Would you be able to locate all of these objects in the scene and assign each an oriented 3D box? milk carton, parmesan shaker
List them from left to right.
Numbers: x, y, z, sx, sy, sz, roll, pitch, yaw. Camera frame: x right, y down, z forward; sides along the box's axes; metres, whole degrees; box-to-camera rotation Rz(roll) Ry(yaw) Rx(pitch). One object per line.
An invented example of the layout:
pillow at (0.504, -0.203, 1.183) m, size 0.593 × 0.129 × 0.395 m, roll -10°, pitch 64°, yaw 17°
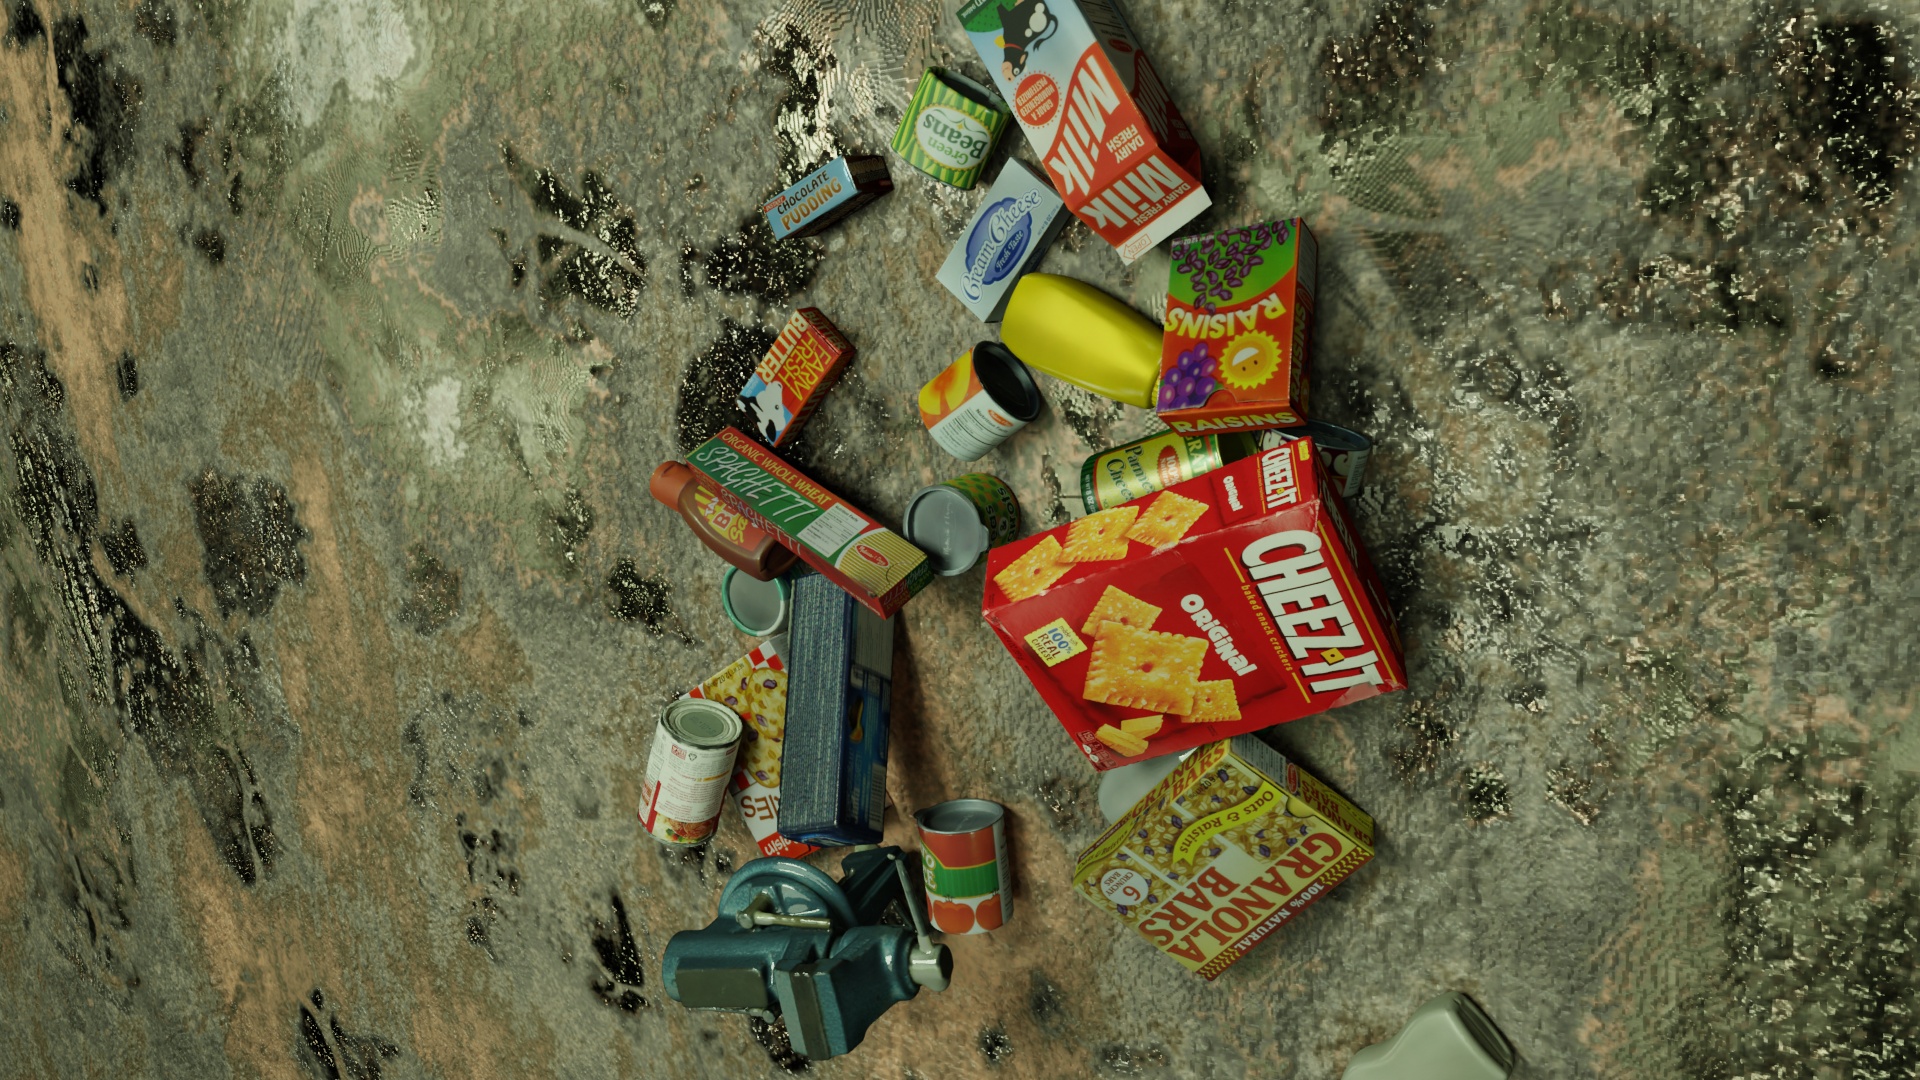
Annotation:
milk carton at (0.084, -0.274, 0.880) m, size 0.072 × 0.074 × 0.190 m, roll -33°, pitch 84°, yaw 33°
parmesan shaker at (0.138, -0.037, 0.907) m, size 0.103 × 0.071 × 0.071 m, roll -18°, pitch 92°, yaw 33°

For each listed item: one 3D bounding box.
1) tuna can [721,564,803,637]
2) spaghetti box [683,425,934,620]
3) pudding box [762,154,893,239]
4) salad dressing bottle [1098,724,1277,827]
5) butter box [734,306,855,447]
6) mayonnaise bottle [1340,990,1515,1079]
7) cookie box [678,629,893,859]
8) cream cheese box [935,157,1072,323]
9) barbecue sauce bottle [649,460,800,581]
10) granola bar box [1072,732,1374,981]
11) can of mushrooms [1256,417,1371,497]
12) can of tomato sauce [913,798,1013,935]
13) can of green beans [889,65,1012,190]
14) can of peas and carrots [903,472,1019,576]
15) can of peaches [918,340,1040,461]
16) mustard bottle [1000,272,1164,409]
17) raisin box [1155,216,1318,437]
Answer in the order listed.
tuna can at (-0.161, 0.042, 1.129) m, size 0.071 × 0.033 × 0.071 m, roll 8°, pitch 106°, yaw 29°
spaghetti box at (-0.118, -0.019, 1.038) m, size 0.250 × 0.050 × 0.028 m, roll 32°, pitch 152°, yaw 39°
pudding box at (-0.097, -0.250, 1.010) m, size 0.083 × 0.050 × 0.030 m, roll -21°, pitch 92°, yaw 33°
salad dressing bottle at (0.159, 0.148, 0.954) m, size 0.064 × 0.044 × 0.147 m, roll 50°, pitch 120°, yaw 7°
butter box at (-0.129, -0.126, 1.074) m, size 0.053 × 0.024 × 0.103 m, roll 48°, pitch 121°, yaw 14°
mayonnaise bottle at (0.292, 0.360, 0.925) m, size 0.065 × 0.041 × 0.147 m, roll 51°, pitch 123°, yaw 13°
cookie box at (-0.146, 0.174, 1.147) m, size 0.122 × 0.040 × 0.167 m, roll -33°, pitch 84°, yaw 33°
cream cheese box at (0.030, -0.207, 0.958) m, size 0.053 × 0.024 × 0.103 m, roll 44°, pitch 120°, yaw 17°
barbecue sauce bottle at (-0.190, -0.021, 1.117) m, size 0.149 × 0.065 × 0.043 m, roll 27°, pitch 149°, yaw 33°
granola bar box at (0.175, 0.213, 0.935) m, size 0.124 × 0.039 × 0.164 m, roll 35°, pitch 120°, yaw -9°
can of mushrooms at (0.214, -0.053, 0.857) m, size 0.071 × 0.071 × 0.033 m, roll 20°, pitch 113°, yaw 26°
can of tomato sauce at (0.002, 0.248, 1.058) m, size 0.071 × 0.071 × 0.083 m, roll 0°, pitch 102°, yaw 31°
can of green beans at (-0.006, -0.278, 0.938) m, size 0.071 × 0.071 × 0.057 m, roll 40°, pitch 118°, yaw 17°
can of peas and carrots at (0.004, -0.013, 1.000) m, size 0.071 × 0.059 × 0.070 m, roll 8°, pitch 106°, yaw 29°
can of peaches at (0.013, -0.098, 0.972) m, size 0.058 × 0.071 × 0.071 m, roll -35°, pitch 83°, yaw 33°
mustard bottle at (0.104, -0.122, 0.919) m, size 0.160 × 0.049 × 0.065 m, roll 31°, pitch 114°, yaw 21°
raisin box at (0.170, -0.129, 0.849) m, size 0.086 × 0.040 × 0.123 m, roll -3°, pitch 70°, yaw 31°
